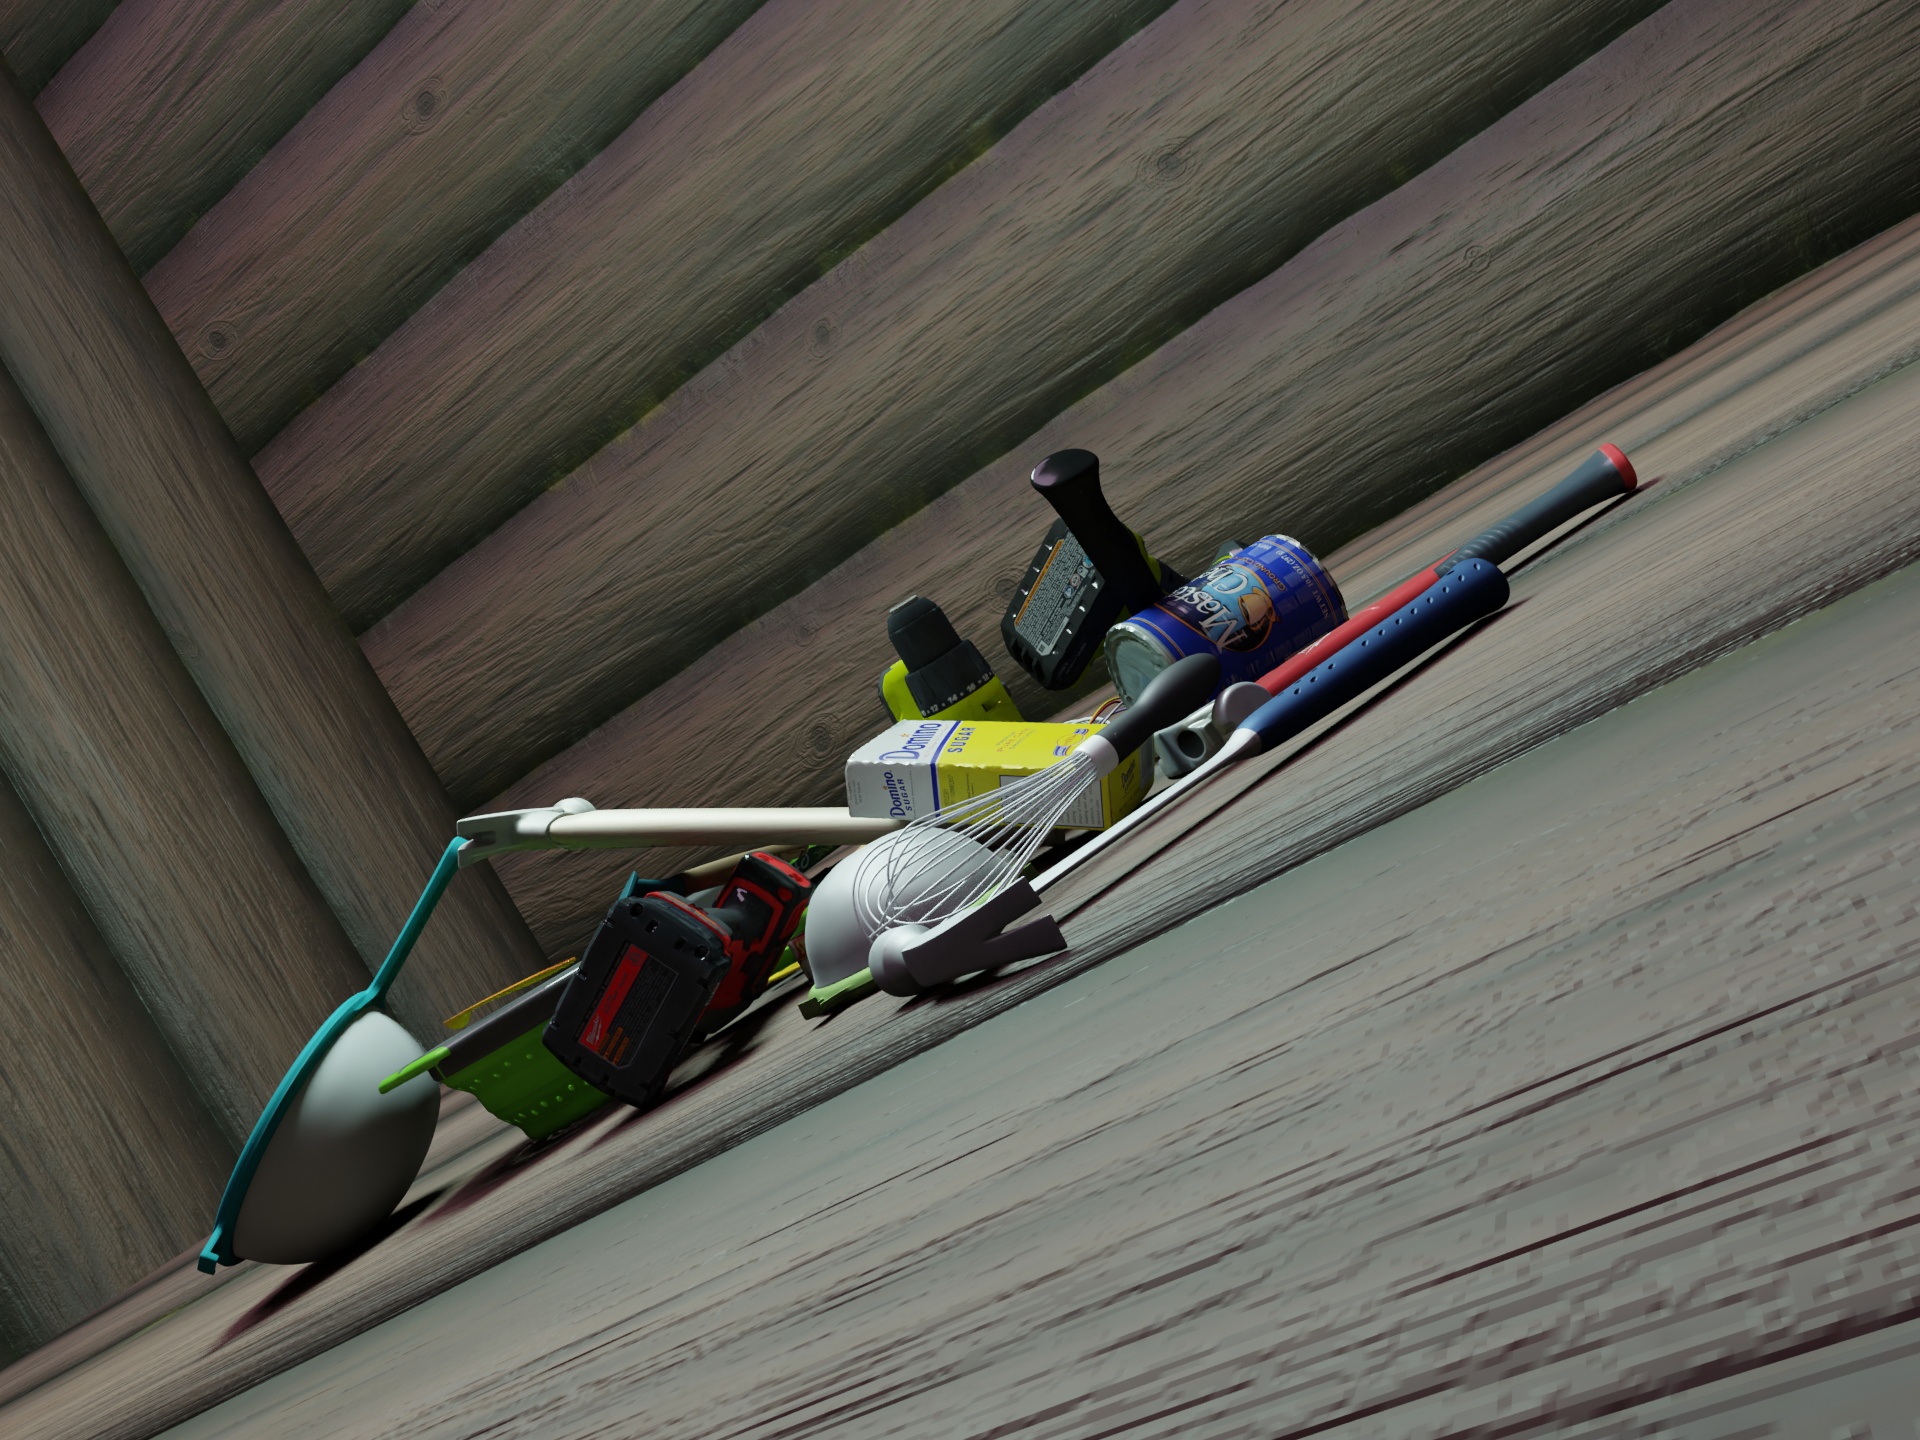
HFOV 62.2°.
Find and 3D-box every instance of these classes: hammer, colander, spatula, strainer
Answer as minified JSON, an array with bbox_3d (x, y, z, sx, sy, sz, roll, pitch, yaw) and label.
[{"bbox_3d":[0.139,0.016,0.796,0.405,0.035,0.144,-31,0,-27],"label":"hammer"},{"bbox_3d":[-0.228,0.201,1.184,0.204,0.094,0.397,-31,0,45],"label":"colander"},{"bbox_3d":[-0.179,0.120,1.126,0.082,0.044,0.317,-63,-18,15],"label":"spatula"},{"bbox_3d":[-0.418,0.256,1.179,0.340,0.095,0.211,-64,2,-13],"label":"strainer"},{"bbox_3d":[-0.134,0.073,1.065,0.411,0.038,0.146,-2,2,19],"label":"hammer"},{"bbox_3d":[-0.040,0.103,0.985,0.151,0.069,0.256,-31,2,-3],"label":"strainer"},{"bbox_3d":[0.126,-0.087,1.147,0.146,0.035,0.334,-44,-37,1],"label":"hammer"},{"bbox_3d":[0.290,-0.077,1.038,0.386,0.038,0.143,-31,-1,-19],"label":"hammer"}]

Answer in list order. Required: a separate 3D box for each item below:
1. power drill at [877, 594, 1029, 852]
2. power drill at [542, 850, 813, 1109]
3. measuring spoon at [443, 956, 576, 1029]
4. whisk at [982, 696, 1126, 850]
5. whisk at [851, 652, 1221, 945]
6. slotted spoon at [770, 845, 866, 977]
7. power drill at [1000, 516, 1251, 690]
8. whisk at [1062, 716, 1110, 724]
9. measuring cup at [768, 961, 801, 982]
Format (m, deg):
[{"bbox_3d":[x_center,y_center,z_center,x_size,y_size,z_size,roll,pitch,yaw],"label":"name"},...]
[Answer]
[{"bbox_3d":[-0.002,-0.004,1.189,0.080,0.190,0.228,-32,6,-6],"label":"power drill"},{"bbox_3d":[-0.175,0.167,1.038,0.143,0.078,0.219,-61,-9,9],"label":"power drill"},{"bbox_3d":[-0.315,0.193,1.118,0.117,0.011,0.021,-27,0,17],"label":"measuring spoon"},{"bbox_3d":[0.085,0.043,1.323,0.245,0.047,0.051,-35,4,-37],"label":"whisk"},{"bbox_3d":[0.053,0.039,0.874,0.284,0.070,0.070,-36,3,-30],"label":"whisk"},{"bbox_3d":[-0.100,0.137,1.355,0.070,0.031,0.314,-24,13,37],"label":"slotted spoon"},{"bbox_3d":[0.147,-0.074,1.268,0.223,0.080,0.171,10,-64,-43],"label":"power drill"},{"bbox_3d":[0.034,0.074,1.422,0.246,0.059,0.057,-35,-44,5],"label":"whisk"},{"bbox_3d":[-0.083,0.150,1.195,0.156,0.029,0.062,-29,0,4],"label":"measuring cup"}]
